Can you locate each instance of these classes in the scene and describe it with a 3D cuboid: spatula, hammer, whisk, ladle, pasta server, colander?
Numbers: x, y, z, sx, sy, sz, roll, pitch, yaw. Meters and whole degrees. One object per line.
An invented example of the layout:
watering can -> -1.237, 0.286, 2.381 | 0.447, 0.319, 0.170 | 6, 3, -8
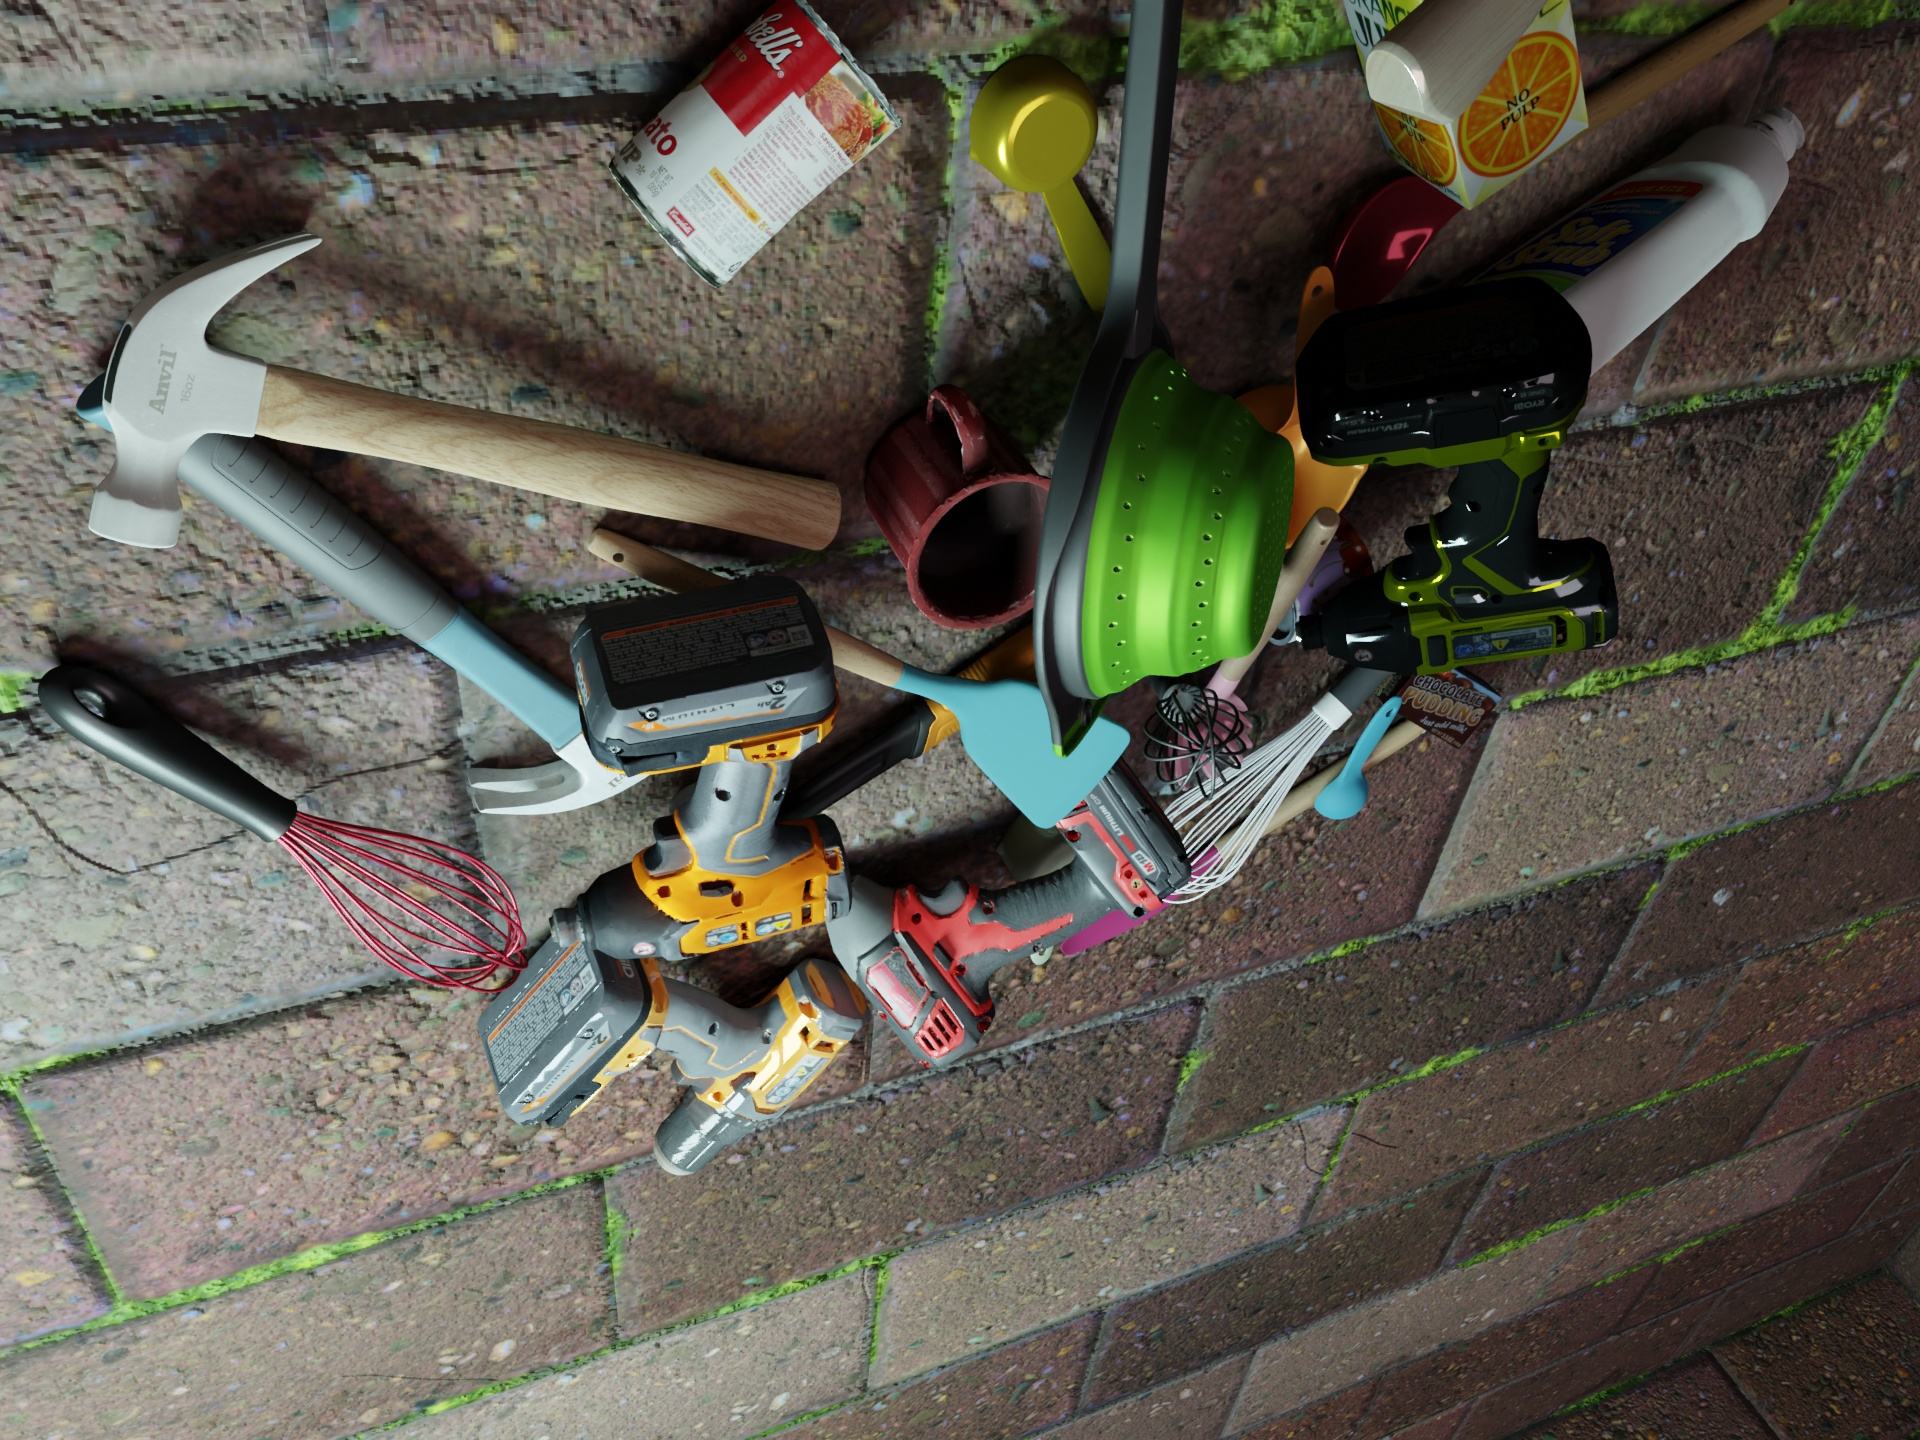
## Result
spatula -> -0.052, -0.029, 0.845 | 0.317, 0.044, 0.082 | 23, 120, -31
hammer -> 0.315, -0.406, 0.670 | 0.410, 0.038, 0.146 | -45, 137, -9
whisk -> 0.229, 0.016, 1.081 | 0.284, 0.070, 0.070 | -46, 136, 7
ladle -> 0.319, -0.313, 0.842 | 0.315, 0.031, 0.069 | -32, 144, -3
pasta server -> 0.169, -0.034, 0.930 | 0.060, 0.040, 0.316 | -21, 161, -14
hammer -> -0.001, -0.003, 0.938 | 0.337, 0.034, 0.127 | -34, 137, 2
whisk -> 0.125, -0.007, 0.890 | 0.055, 0.239, 0.055 | 1, 104, 3
colander -> 0.114, -0.165, 0.753 | 0.204, 0.094, 0.396 | -50, 147, -58
whisk -> -0.324, 0.059, 0.793 | 0.073, 0.073, 0.295 | -38, 133, 7
hammer -> -0.254, -0.055, 0.742 | 0.128, 0.033, 0.330 | -38, 137, 5
hammer -> -0.191, -0.120, 0.699 | 0.331, 0.031, 0.130 | 6, 105, -41

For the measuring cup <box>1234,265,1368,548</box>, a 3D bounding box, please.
measuring cup -> 0.174, -0.176, 0.868 | 0.095, 0.052, 0.173 | -17, 134, -16

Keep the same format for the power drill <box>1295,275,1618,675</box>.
power drill -> 0.251, -0.110, 0.835 | 0.171, 0.080, 0.223 | -7, 140, 17

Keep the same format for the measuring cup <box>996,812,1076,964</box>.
measuring cup -> 0.067, 0.121, 1.091 | 0.083, 0.038, 0.167 | -14, 133, -19

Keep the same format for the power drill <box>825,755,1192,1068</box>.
power drill -> 0.023, 0.104, 0.996 | 0.219, 0.078, 0.143 | -37, 97, 8

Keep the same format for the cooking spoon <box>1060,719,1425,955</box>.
cooking spoon -> 0.208, 0.081, 1.152 | 0.319, 0.017, 0.068 | -32, 155, 0

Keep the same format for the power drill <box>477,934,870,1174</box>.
power drill -> -0.189, 0.215, 1.004 | 0.185, 0.084, 0.226 | -47, 141, 17

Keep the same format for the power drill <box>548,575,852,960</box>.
power drill -> -0.139, 0.042, 0.817 | 0.164, 0.084, 0.226 | -13, 140, -15

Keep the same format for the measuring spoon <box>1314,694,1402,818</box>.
measuring spoon -> 0.284, 0.030, 1.108 | 0.042, 0.021, 0.128 | -17, 146, -25

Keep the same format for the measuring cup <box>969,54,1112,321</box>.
measuring cup -> 0.055, -0.239, 0.752 | 0.062, 0.029, 0.156 | -34, 136, 2
